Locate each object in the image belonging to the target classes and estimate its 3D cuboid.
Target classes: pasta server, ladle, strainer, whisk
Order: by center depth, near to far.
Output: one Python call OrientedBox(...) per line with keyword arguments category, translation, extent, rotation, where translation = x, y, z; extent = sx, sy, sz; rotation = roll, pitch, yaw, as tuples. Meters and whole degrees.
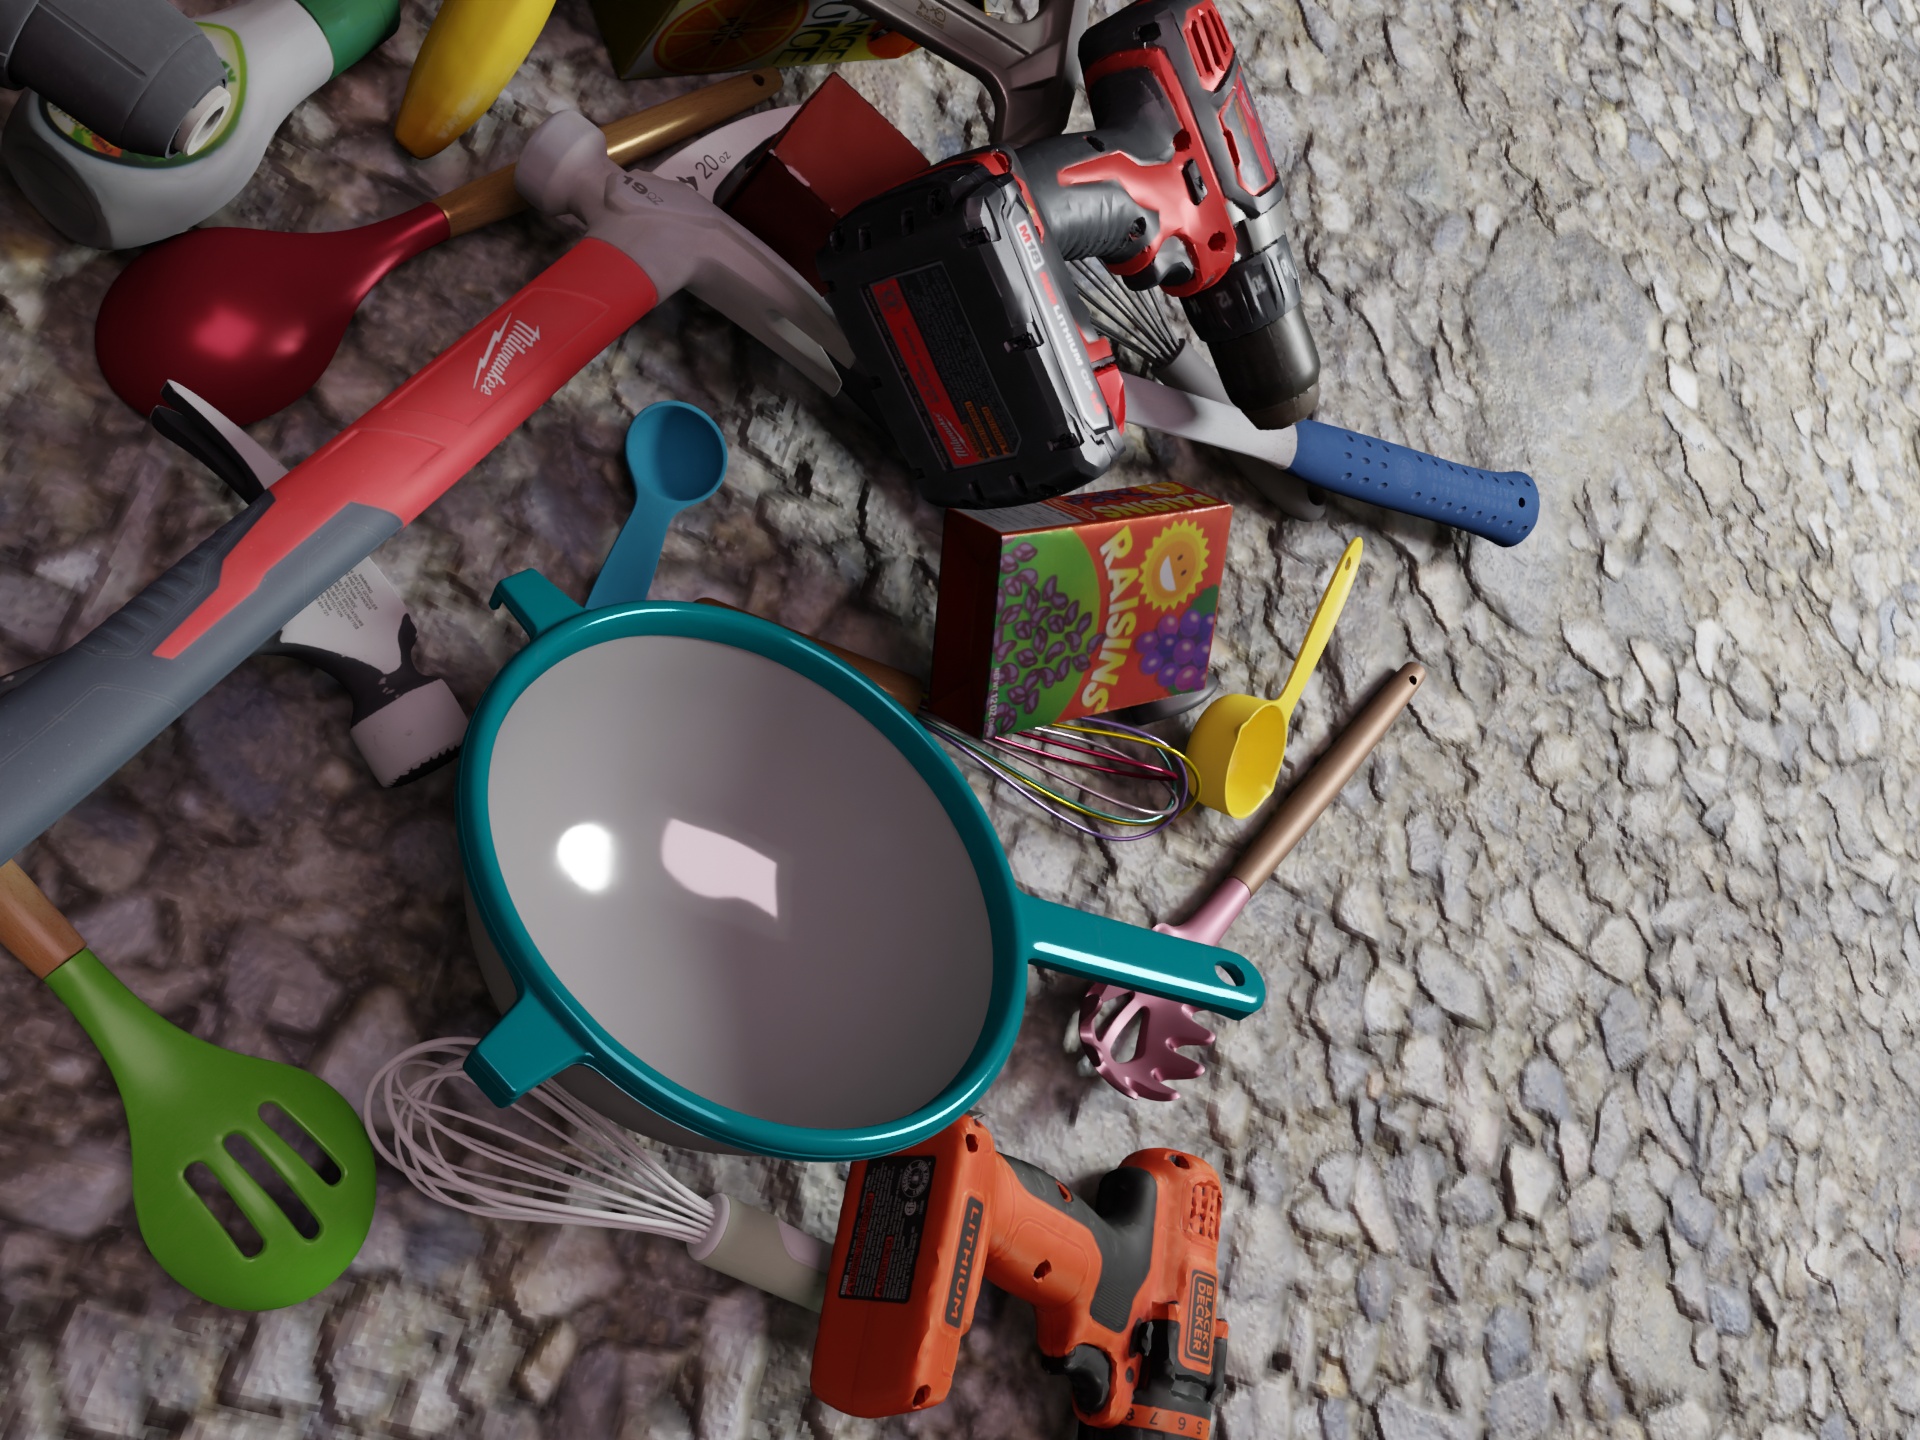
OrientedBox(category="whisk", translation=(-0.095, 0.175, 0.562), extent=(0.246, 0.058, 0.059), rotation=(34, 103, -26))
OrientedBox(category="strainer", translation=(-0.035, 0.085, 0.585), extent=(0.340, 0.095, 0.211), rotation=(19, 44, -32))
OrientedBox(category="ladle", translation=(-0.180, -0.200, 0.614), extent=(0.315, 0.031, 0.069), rotation=(-40, 98, -35))
OrientedBox(category="whisk", translation=(0.000, -0.004, 0.669), extent=(0.244, 0.047, 0.051), rotation=(21, 69, -23))
OrientedBox(category="pasta server", translation=(0.149, 0.061, 0.751), extent=(0.060, 0.040, 0.316), rotation=(51, 56, -6))
OrientedBox(category="whisk", translation=(0.104, -0.180, 0.781), extent=(0.238, 0.055, 0.055), rotation=(41, 60, -23))

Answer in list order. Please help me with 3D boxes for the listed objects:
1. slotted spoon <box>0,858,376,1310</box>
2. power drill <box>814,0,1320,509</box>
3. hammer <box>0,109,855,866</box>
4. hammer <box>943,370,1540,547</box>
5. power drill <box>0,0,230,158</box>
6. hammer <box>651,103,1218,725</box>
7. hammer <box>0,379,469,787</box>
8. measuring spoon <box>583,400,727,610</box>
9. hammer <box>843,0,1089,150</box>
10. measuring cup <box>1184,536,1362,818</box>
OrientedBox(category="slotted spoon", translation=(-0.290, 0.055, 0.479), extent=(0.313, 0.031, 0.070), rotation=(51, 54, -10))
OrientedBox(category="power drill", translation=(0.065, -0.166, 0.626), extent=(0.227, 0.080, 0.187), rotation=(-46, 120, -38))
OrientedBox(category="hammer", translation=(-0.184, -0.056, 0.498), extent=(0.143, 0.038, 0.386), rotation=(37, 55, -2))
OrientedBox(category="hammer", translation=(0.146, -0.128, 0.758), extent=(0.405, 0.035, 0.144), rotation=(7, 82, -37))
OrientedBox(category="power drill", translation=(-0.278, -0.273, 0.481), extent=(0.190, 0.080, 0.229), rotation=(36, 35, -21))
OrientedBox(category="hammer", translation=(-0.003, -0.121, 0.701), extent=(0.334, 0.035, 0.146), rotation=(44, 60, -16))
OrientedBox(category="hammer", translation=(-0.335, 0.028, 0.414), extent=(0.409, 0.036, 0.149), rotation=(-32, 93, -40))
OrientedBox(category="measuring spoon", translation=(-0.129, -0.065, 0.621), extent=(0.042, 0.021, 0.129), rotation=(26, 74, -24))
OrientedBox(category="hammer", translation=(-0.098, -0.325, 0.596), extent=(0.358, 0.037, 0.149), rotation=(17, 76, -33))
OrientedBox(category="measuring cup", translation=(0.150, -0.026, 0.756), extent=(0.156, 0.029, 0.062), rotation=(-61, 145, -18))
